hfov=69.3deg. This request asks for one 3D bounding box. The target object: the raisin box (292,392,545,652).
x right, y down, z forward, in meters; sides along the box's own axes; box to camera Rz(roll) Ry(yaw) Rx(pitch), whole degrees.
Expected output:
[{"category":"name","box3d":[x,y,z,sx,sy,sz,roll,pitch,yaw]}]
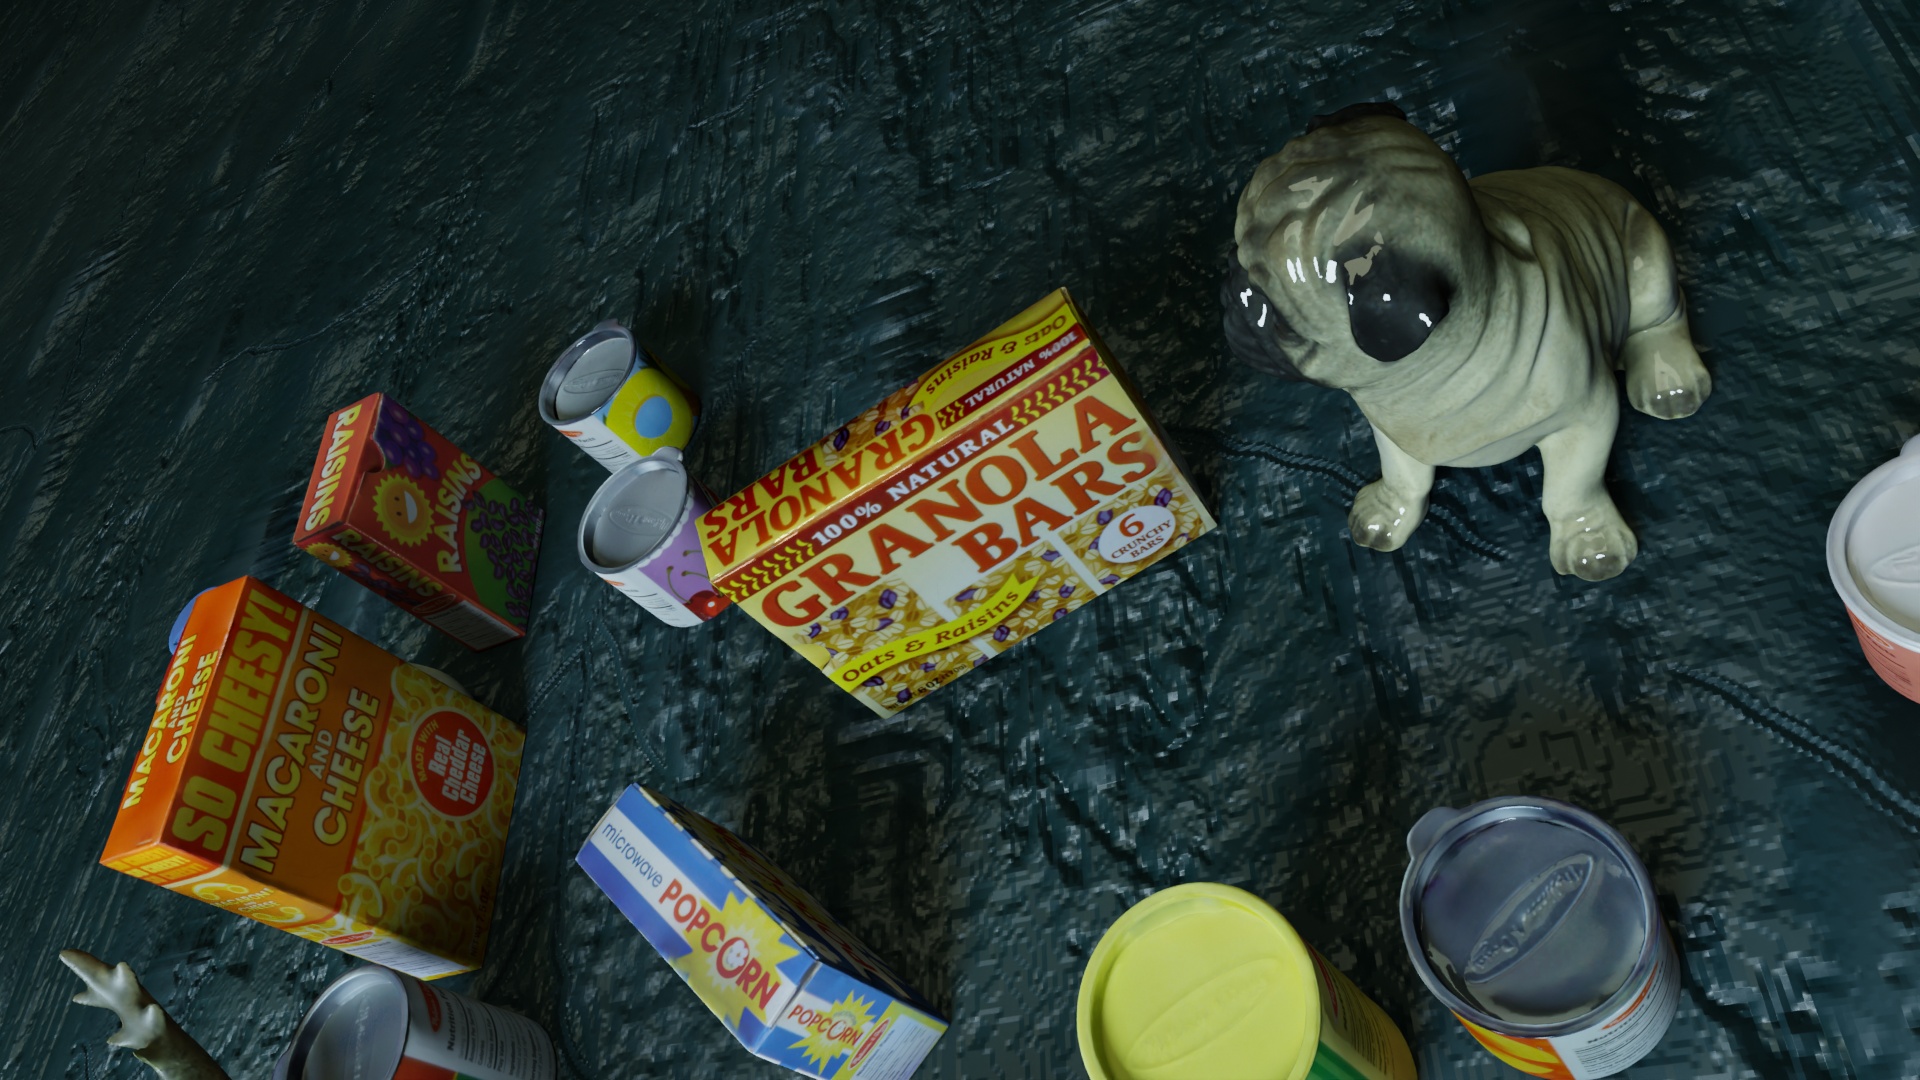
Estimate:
[{"category":"raisin box","box3d":[-0.279,-0.007,0.729,0.040,0.123,0.086,-19,51,22]}]

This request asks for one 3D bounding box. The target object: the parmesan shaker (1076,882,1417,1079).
[{"category":"parmesan shaker","box3d":[0.085,0.147,0.391,0.071,0.103,0.071,-17,51,23]}]

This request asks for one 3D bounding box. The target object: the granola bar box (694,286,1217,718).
[{"category":"granola bar box","box3d":[0.002,-0.007,0.541,0.165,0.124,0.039,-31,47,12]}]

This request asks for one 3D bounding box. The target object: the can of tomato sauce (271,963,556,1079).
[{"category":"can of tomato sauce","box3d":[-0.217,0.216,0.559,0.071,0.083,0.071,-17,51,23]}]

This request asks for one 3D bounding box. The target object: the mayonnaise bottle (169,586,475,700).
[{"category":"mayonnaise bottle","box3d":[-0.306,0.072,0.674,0.065,0.147,0.041,-51,46,-6]}]

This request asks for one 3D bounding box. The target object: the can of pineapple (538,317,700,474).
[{"category":"can of pineapple","box3d":[-0.184,-0.076,0.760,0.071,0.057,0.071,-17,51,23]}]

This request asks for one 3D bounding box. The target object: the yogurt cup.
[{"category":"yogurt cup","box3d":[0.283,0.014,0.388,0.072,0.053,0.073,-17,51,23]}]

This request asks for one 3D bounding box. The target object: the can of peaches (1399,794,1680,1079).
[{"category":"can of peaches","box3d":[0.164,0.112,0.395,0.071,0.058,0.071,-17,51,23]}]

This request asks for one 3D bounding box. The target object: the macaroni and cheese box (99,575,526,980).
[{"category":"macaroni and cheese box","box3d":[-0.274,0.110,0.614,0.040,0.166,0.124,-19,51,23]}]

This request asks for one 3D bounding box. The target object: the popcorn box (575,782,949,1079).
[{"category":"popcorn box","box3d":[-0.075,0.146,0.511,0.127,0.085,0.038,28,78,43]}]

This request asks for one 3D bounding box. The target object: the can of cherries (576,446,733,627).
[{"category":"can of cherries","box3d":[-0.140,-0.001,0.677,0.071,0.058,0.072,-17,51,23]}]
